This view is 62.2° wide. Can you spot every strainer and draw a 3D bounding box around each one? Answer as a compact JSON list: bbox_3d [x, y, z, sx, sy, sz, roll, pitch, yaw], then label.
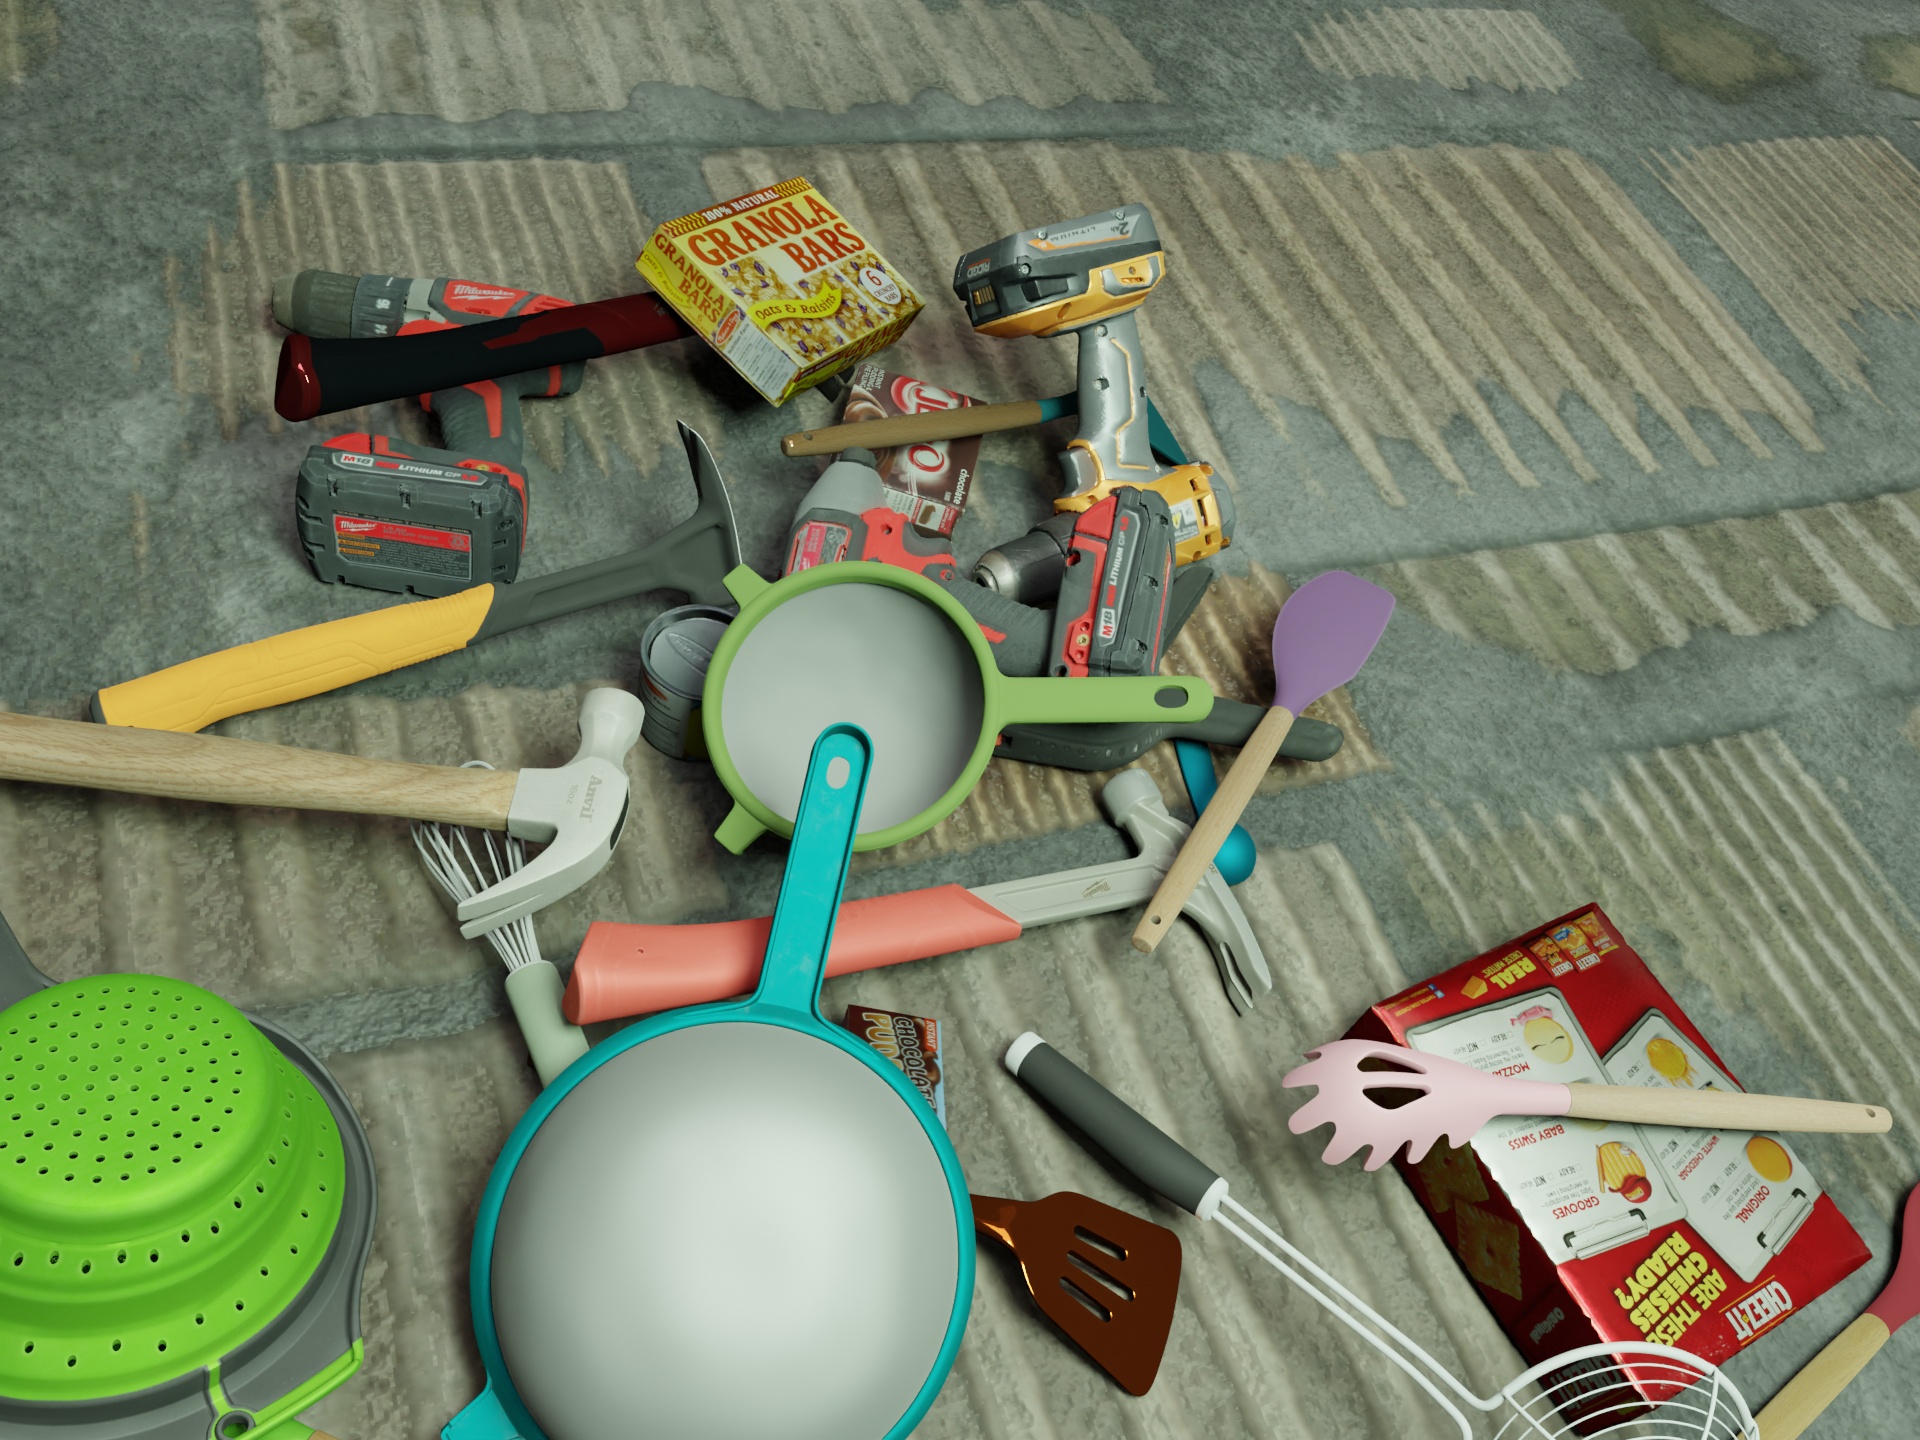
[{"bbox_3d":[-0.077,0.156,0.649,0.211,0.095,0.340,14,75,-8],"label":"strainer"},{"bbox_3d":[-0.001,-0.003,0.822,0.256,0.069,0.151,-1,75,0],"label":"strainer"}]

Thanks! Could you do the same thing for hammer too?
[{"bbox_3d":[-0.016,0.108,0.786,0.359,0.036,0.149,-7,54,-31],"label":"hammer"},{"bbox_3d":[-0.323,0.028,0.742,0.331,0.031,0.130,6,53,-3],"label":"hammer"},{"bbox_3d":[-0.276,-0.056,0.834,0.337,0.127,0.034,-20,33,-21],"label":"hammer"},{"bbox_3d":[-0.218,-0.214,0.928,0.143,0.038,0.386,48,38,7],"label":"hammer"}]

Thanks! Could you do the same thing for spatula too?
[{"bbox_3d":[0.024,-0.186,1.021,0.317,0.044,0.082,-14,65,-32],"label":"spatula"},{"bbox_3d":[0.168,0.012,0.893,0.060,0.018,0.316,27,52,14],"label":"spatula"},{"bbox_3d":[-0.050,0.214,0.737,0.322,0.041,0.081,19,49,5],"label":"spatula"}]

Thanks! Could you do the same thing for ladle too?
[{"bbox_3d":[0.443,0.316,0.791,0.315,0.031,0.069,-24,60,-27],"label":"ladle"}]

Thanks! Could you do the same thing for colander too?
[{"bbox_3d":[-0.383,0.116,0.653,0.204,0.094,0.397,-20,55,-44],"label":"colander"}]

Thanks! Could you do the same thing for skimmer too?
[{"bbox_3d":[0.177,0.253,0.735,0.364,0.127,0.090,34,20,28],"label":"skimmer"}]

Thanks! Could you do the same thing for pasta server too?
[{"bbox_3d":[0.308,0.186,0.763,0.316,0.040,0.060,7,54,-14],"label":"pasta server"}]

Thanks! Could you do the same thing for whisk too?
[{"bbox_3d":[-0.204,0.114,0.745,0.058,0.059,0.247,-40,58,13],"label":"whisk"}]

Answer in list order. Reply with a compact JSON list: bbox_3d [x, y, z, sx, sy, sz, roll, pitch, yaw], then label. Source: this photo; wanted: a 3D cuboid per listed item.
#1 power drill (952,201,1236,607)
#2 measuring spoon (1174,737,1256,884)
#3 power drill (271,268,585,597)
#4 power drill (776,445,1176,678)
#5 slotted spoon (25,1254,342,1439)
[{"bbox_3d":[0.066,-0.184,0.977,0.185,0.084,0.226,-23,103,-27],"label":"power drill"},{"bbox_3d":[0.144,0.036,0.925,0.042,0.021,0.129,2,52,-14],"label":"measuring spoon"},{"bbox_3d":[-0.325,-0.183,0.933,0.188,0.080,0.227,8,49,-10],"label":"power drill"},{"bbox_3d":[0.005,-0.080,0.893,0.220,0.078,0.143,7,73,13],"label":"power drill"},{"bbox_3d":[-0.234,0.298,0.619,0.314,0.031,0.070,26,45,2],"label":"slotted spoon"}]
